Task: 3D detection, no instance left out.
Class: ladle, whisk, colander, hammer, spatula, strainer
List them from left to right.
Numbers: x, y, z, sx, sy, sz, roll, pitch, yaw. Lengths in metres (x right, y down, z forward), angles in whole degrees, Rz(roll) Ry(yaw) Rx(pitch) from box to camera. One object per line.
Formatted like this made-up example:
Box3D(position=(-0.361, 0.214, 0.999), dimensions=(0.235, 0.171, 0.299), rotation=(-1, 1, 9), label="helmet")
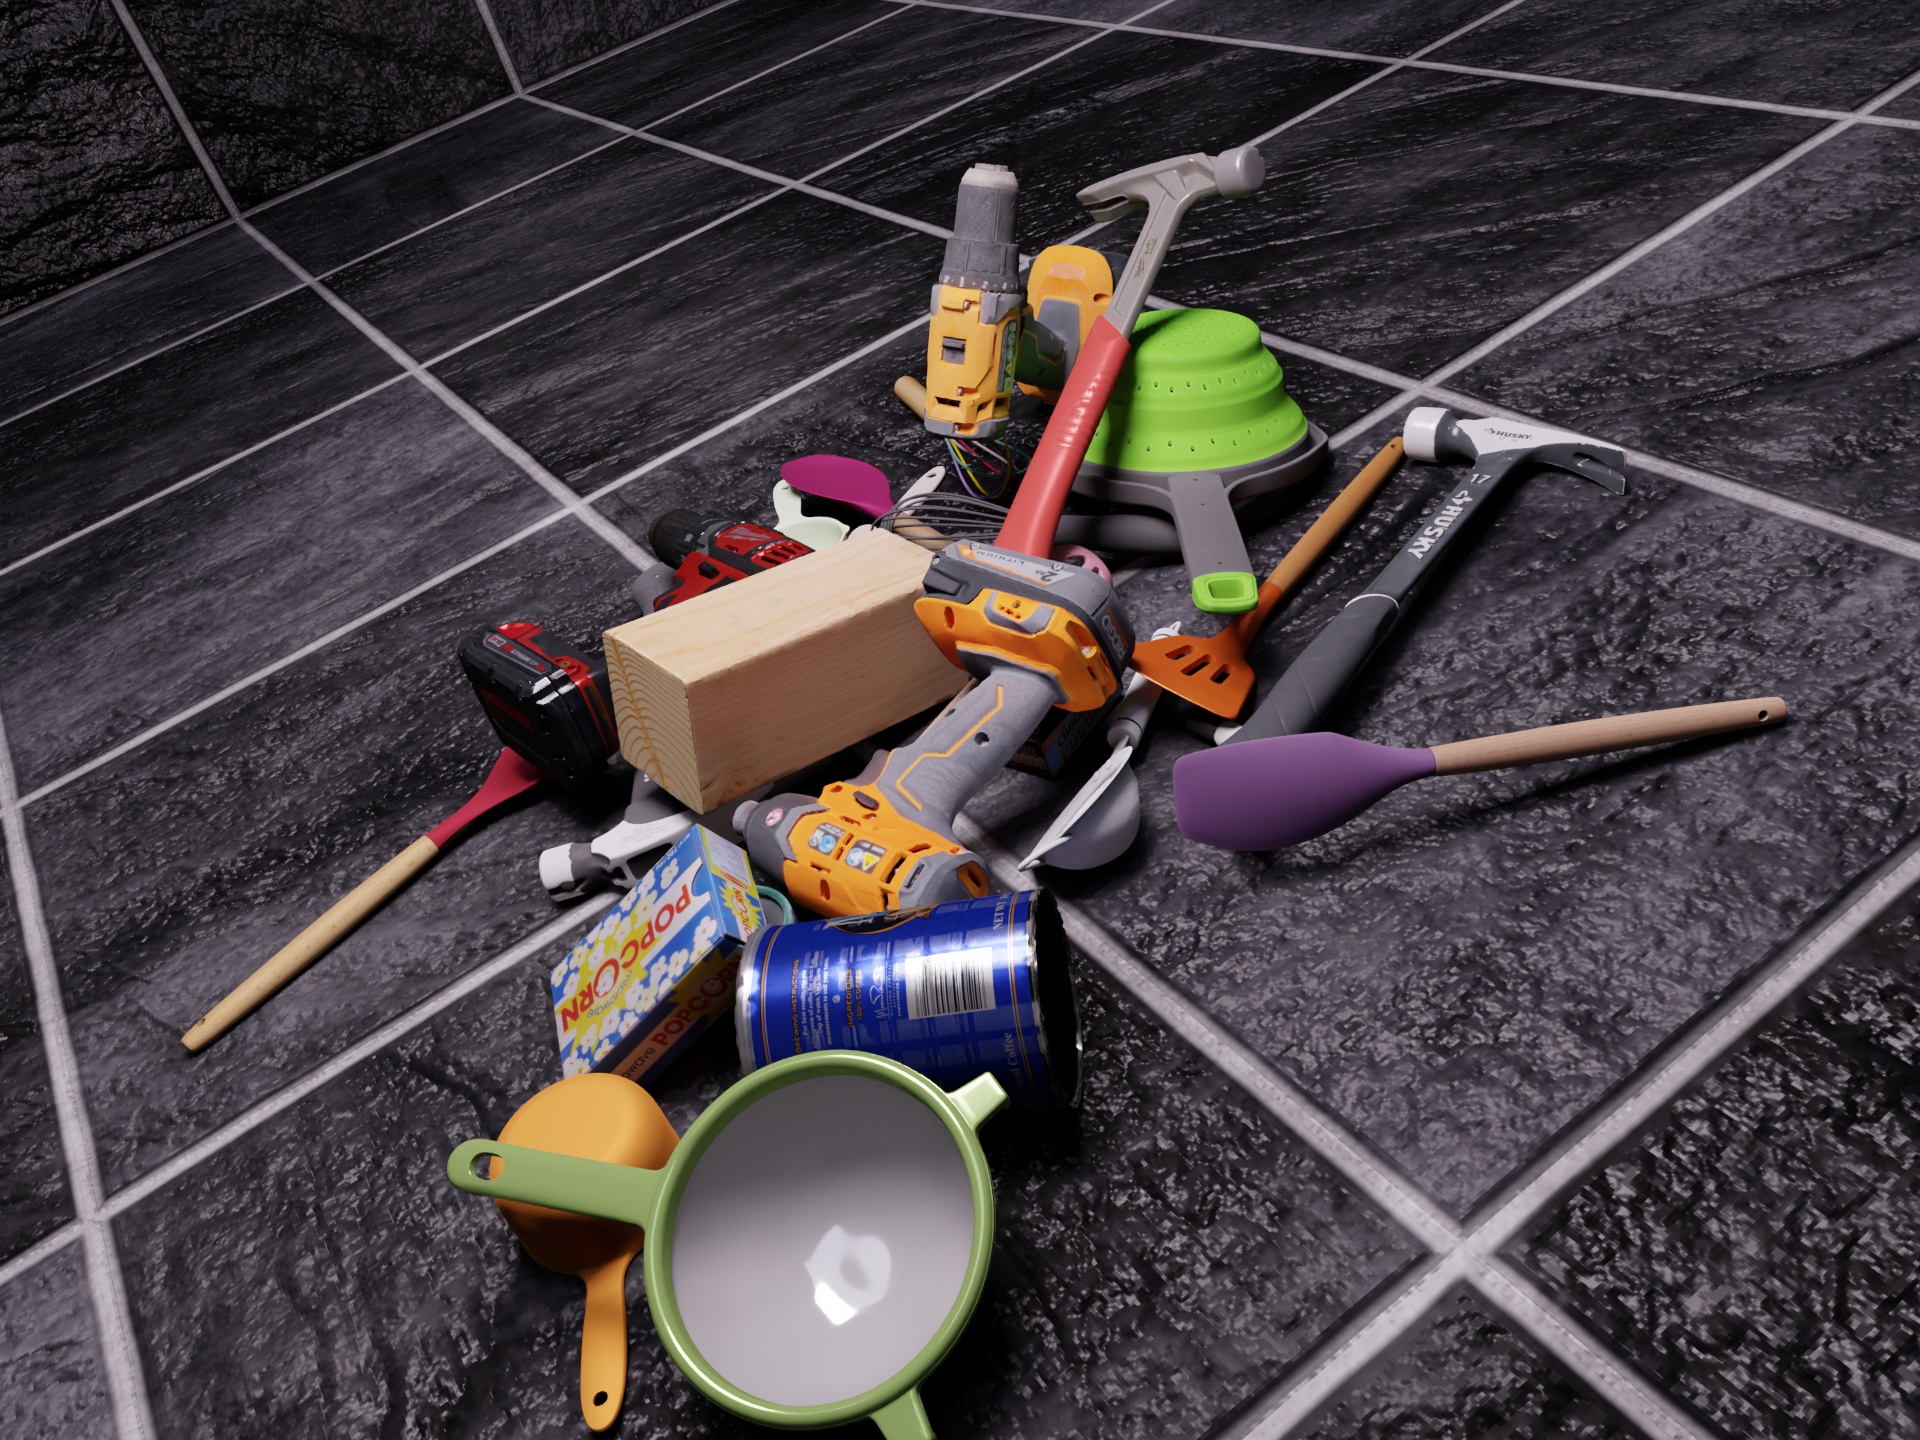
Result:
Box3D(position=(-0.356, 0.095, 1.010), dimensions=(0.069, 0.031, 0.315), rotation=(12, 47, 47), label="ladle")
Box3D(position=(-0.197, -0.014, 1.073), dimensions=(0.146, 0.035, 0.335), rotation=(-17, 36, 4), label="hammer")
Box3D(position=(-0.101, 0.219, 0.690), dimensions=(0.256, 0.069, 0.152), rotation=(4, 61, 20), label="strainer")
Box3D(position=(-0.005, -0.236, 1.267), dimensions=(0.051, 0.047, 0.245), rotation=(-26, 34, -8), label="whisk")
Box3D(position=(0.058, -0.124, 1.071), dimensions=(0.239, 0.055, 0.055), rotation=(2, 39, 4), label="whisk")
Box3D(position=(0.080, -0.224, 1.036), dimensions=(0.149, 0.036, 0.359), rotation=(2, 61, 46), label="hammer")
Box3D(position=(0.094, 0.014, 0.906), dimensions=(0.087, 0.050, 0.259), rotation=(-48, 8, 41), label="strainer")
Box3D(position=(0.151, -0.189, 1.037), dimensions=(0.204, 0.094, 0.397), rotation=(-3, 29, 3), label="colander")
Box3D(position=(0.210, -0.100, 1.000), dimensions=(0.081, 0.041, 0.323), rotation=(30, 54, 21), label="spatula")
Box3D(position=(0.255, -0.073, 0.933), dimensions=(0.149, 0.036, 0.409), rotation=(16, 45, 36), label="hammer")
Box3D(position=(0.263, 0.020, 0.804), dimensions=(0.316, 0.059, 0.018), rotation=(-9, 16, -3), label="spatula")

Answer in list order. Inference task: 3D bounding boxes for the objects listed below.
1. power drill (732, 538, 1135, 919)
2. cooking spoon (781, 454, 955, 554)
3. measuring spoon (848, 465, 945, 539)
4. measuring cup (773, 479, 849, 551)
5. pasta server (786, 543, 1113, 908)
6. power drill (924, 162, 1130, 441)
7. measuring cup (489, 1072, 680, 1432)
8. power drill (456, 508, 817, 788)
Box3D(position=(-0.020, 0.011, 0.881), dimensions=(0.164, 0.084, 0.226), rotation=(18, 66, 36), label="power drill")
Box3D(position=(-0.032, -0.135, 1.148), dimensions=(0.068, 0.017, 0.319), rotation=(-22, 39, -30), label="cooking spoon")
Box3D(position=(-0.048, -0.164, 1.213), dimensions=(0.034, 0.018, 0.124), rotation=(10, 45, 33), label="measuring spoon")
Box3D(position=(-0.122, -0.136, 1.197), dimensions=(0.083, 0.038, 0.168), rotation=(-18, 32, 0), label="measuring cup")
Box3D(position=(-0.002, -0.003, 0.968), dimensions=(0.316, 0.060, 0.040), rotation=(-49, 1, -25), label="pasta server")
Box3D(position=(0.050, -0.308, 1.167), dimensions=(0.084, 0.185, 0.226), rotation=(16, 22, 26), label="power drill")
Box3D(position=(-0.172, 0.235, 0.727), dimensions=(0.095, 0.052, 0.174), rotation=(-19, 34, 0), label="measuring cup")
Box3D(position=(-0.213, -0.066, 1.057), dimensions=(0.227, 0.080, 0.188), rotation=(-36, 39, -26), label="power drill")
